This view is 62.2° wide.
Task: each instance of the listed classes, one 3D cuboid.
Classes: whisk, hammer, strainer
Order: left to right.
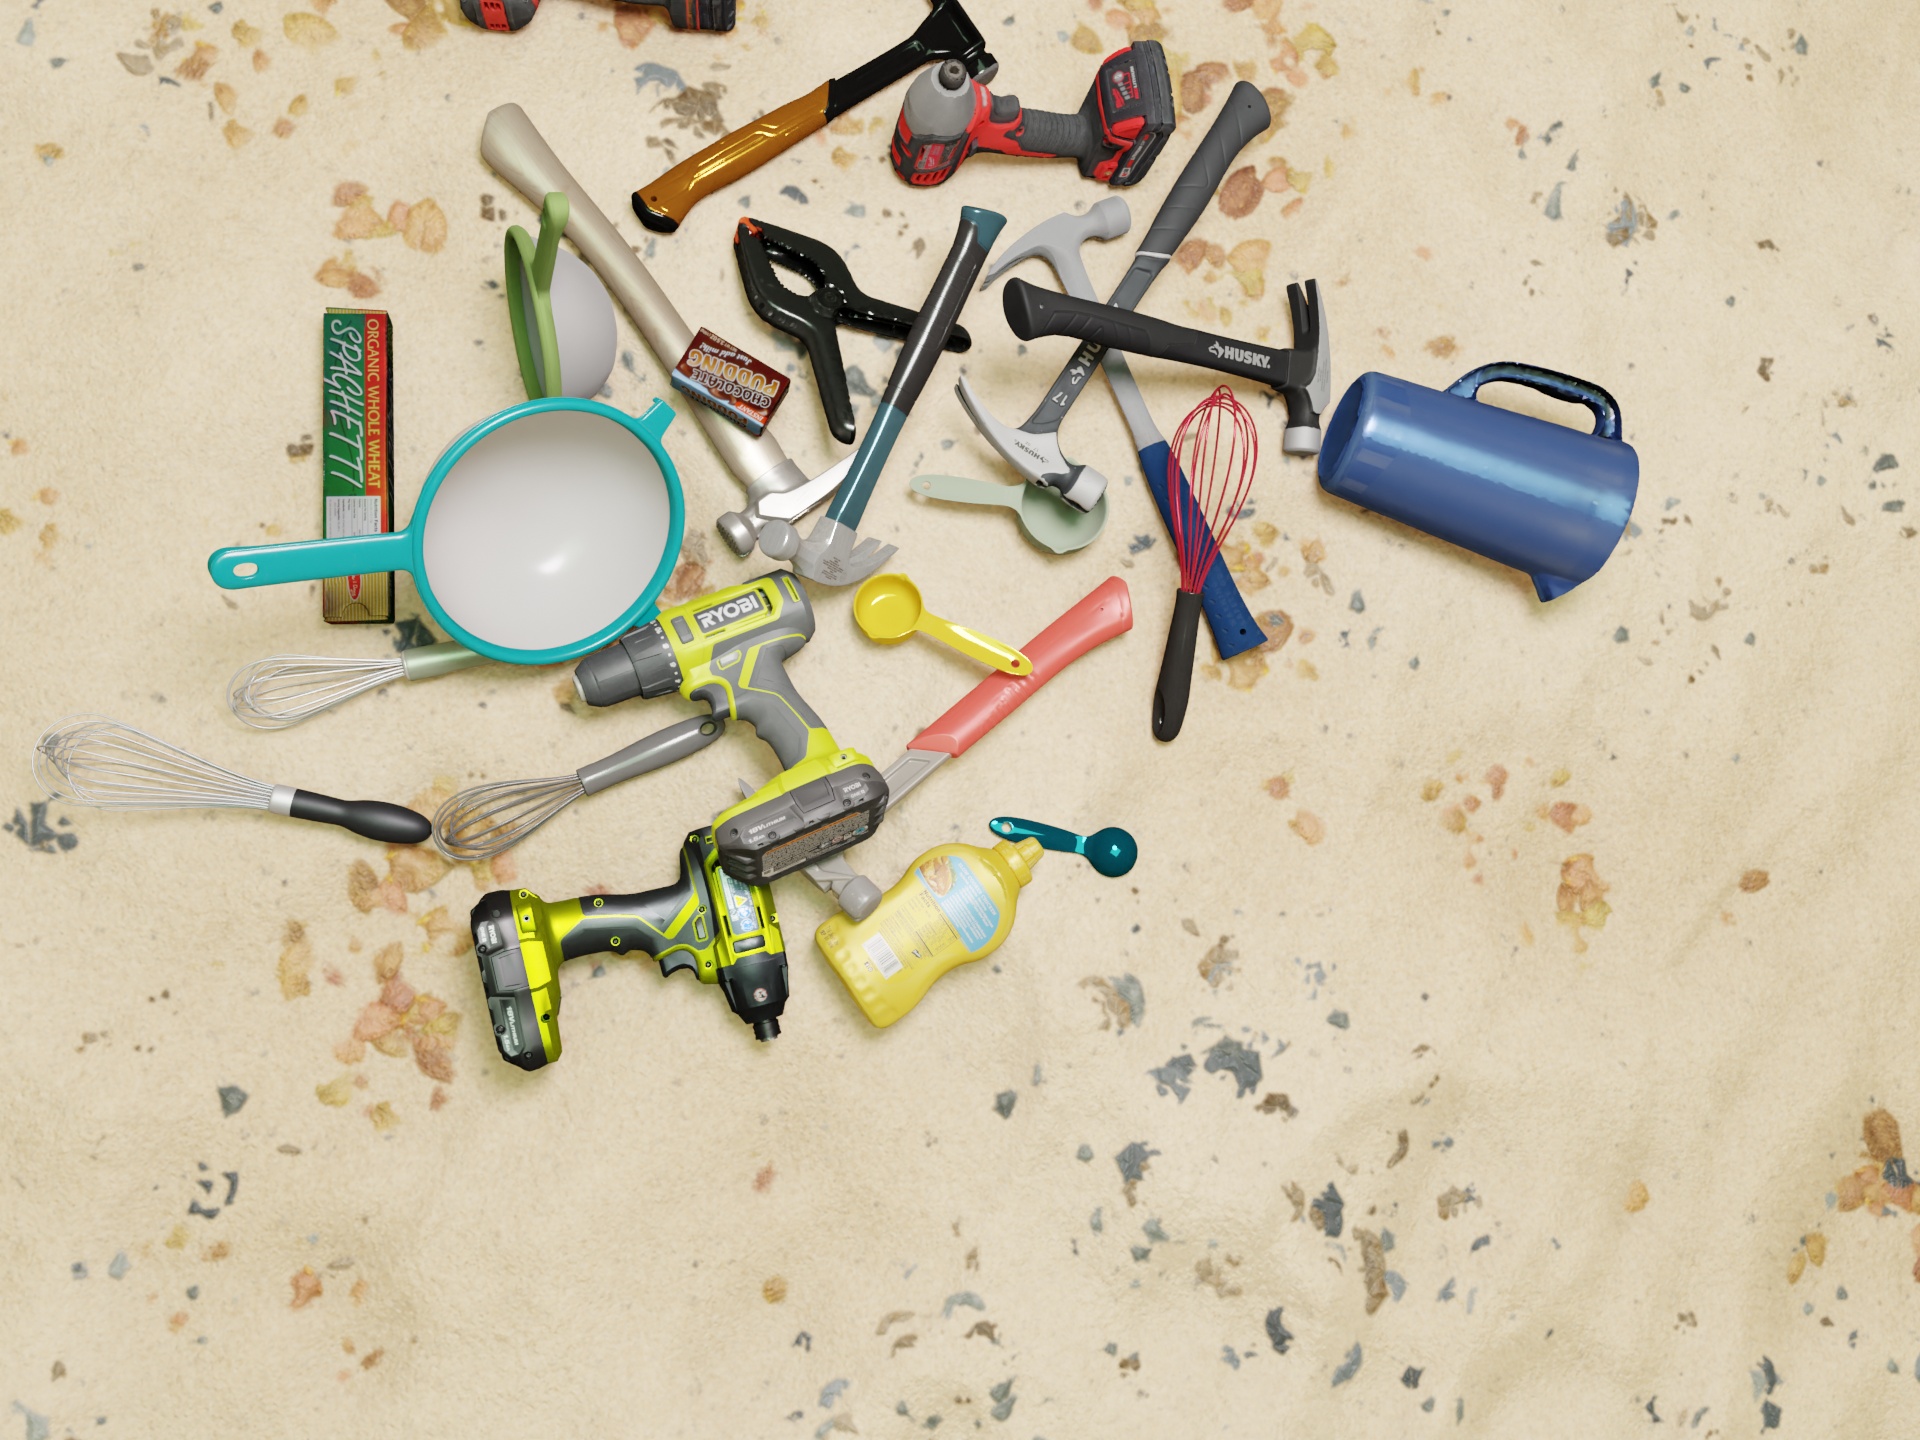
[{"bbox_3d":[-0.541,0.052,1.192,0.284,0.070,0.070,13,81,-13],"label":"whisk"},{"bbox_3d":[-0.436,-0.040,1.228,0.246,0.058,0.059,-13,120,-14],"label":"whisk"},{"bbox_3d":[-0.376,-0.144,1.172,0.340,0.095,0.210,-11,124,-31],"label":"strainer"},{"bbox_3d":[-0.287,-0.320,1.182,0.069,0.256,0.151,-12,81,-22],"label":"strainer"},{"bbox_3d":[-0.295,0.045,1.240,0.239,0.055,0.055,-24,88,-16],"label":"whisk"},{"bbox_3d":[-0.243,-0.336,1.298,0.146,0.038,0.410,-37,90,-13],"label":"hammer"},{"bbox_3d":[-0.135,-0.517,1.339,0.337,0.034,0.127,-36,91,-12],"label":"hammer"},{"bbox_3d":[-0.047,-0.259,1.260,0.033,0.128,0.331,24,88,33],"label":"hammer"},{"bbox_3d":[-0.002,-0.004,1.287,0.359,0.036,0.149,-40,70,-16],"label":"hammer"},{"bbox_3d":[0.146,-0.376,1.333,0.149,0.036,0.409,33,77,-5],"label":"hammer"},{"bbox_3d":[0.153,-0.241,1.353,0.144,0.035,0.405,-24,88,-12],"label":"hammer"},{"bbox_3d":[0.176,-0.313,1.294,0.334,0.035,0.146,4,91,-33],"label":"hammer"},{"bbox_3d":[0.192,-0.125,1.300,0.073,0.073,0.295,6,103,-9],"label":"whisk"}]

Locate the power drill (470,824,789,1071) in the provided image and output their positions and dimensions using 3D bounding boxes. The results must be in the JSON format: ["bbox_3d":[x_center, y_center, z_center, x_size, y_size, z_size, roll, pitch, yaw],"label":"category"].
[{"bbox_3d":[-0.247,0.182,1.215,0.223,0.080,0.171,-13,85,-14],"label":"power drill"}]

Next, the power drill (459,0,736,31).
[{"bbox_3d":[-0.300,-0.662,1.310,0.226,0.080,0.188,0,83,-7],"label":"power drill"}]

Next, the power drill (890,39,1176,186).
[{"bbox_3d":[0.058,-0.501,1.316,0.219,0.143,0.078,-6,82,-13],"label":"power drill"}]

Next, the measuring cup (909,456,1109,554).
[{"bbox_3d":[0.039,-0.182,1.328,0.167,0.038,0.083,8,81,-5],"label":"measuring cup"}]

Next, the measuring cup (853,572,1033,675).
[{"bbox_3d":[-0.014,-0.069,1.293,0.156,0.029,0.062,25,74,6],"label":"measuring cup"}]

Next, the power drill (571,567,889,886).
[{"bbox_3d":[-0.173,0.005,1.217,0.190,0.080,0.229,-23,67,-16],"label":"power drill"}]

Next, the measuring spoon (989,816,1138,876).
[{"bbox_3d":[0.087,0.098,1.306,0.128,0.021,0.042,13,81,-9],"label":"measuring spoon"}]
